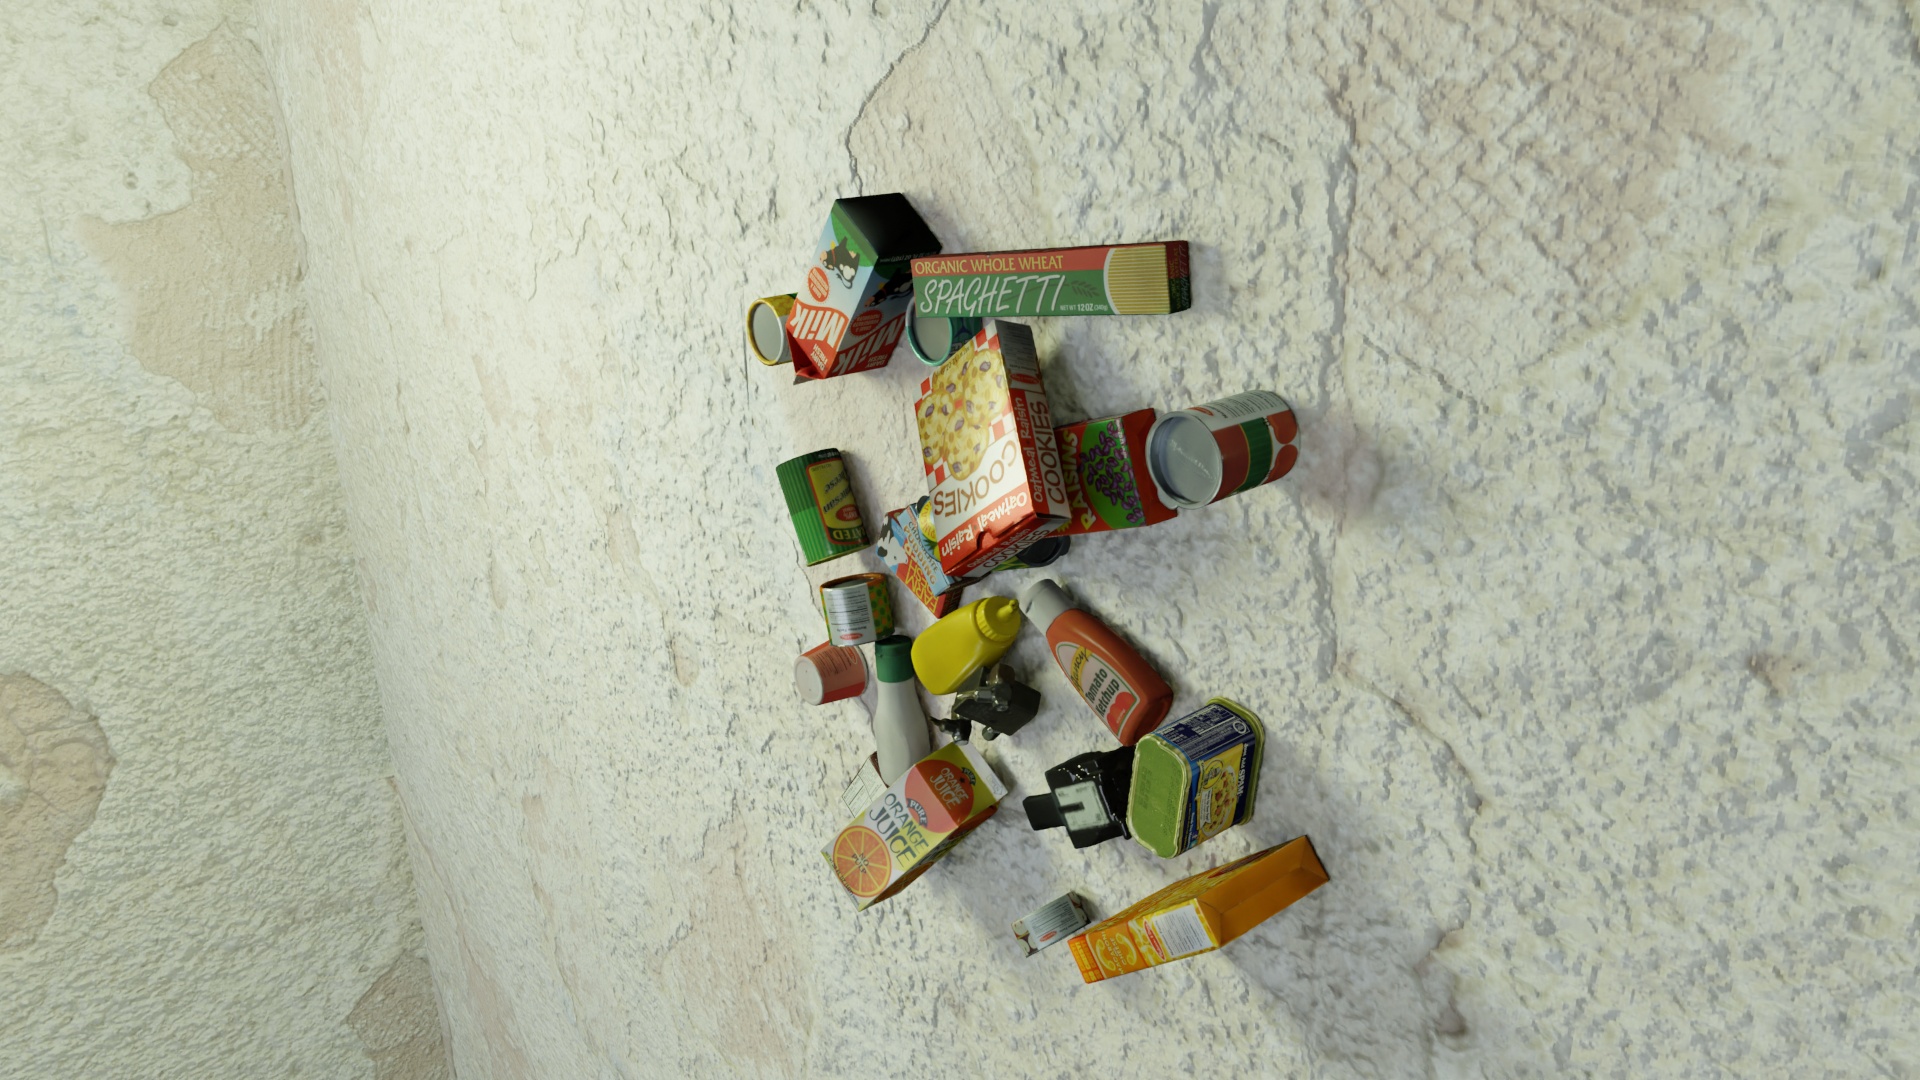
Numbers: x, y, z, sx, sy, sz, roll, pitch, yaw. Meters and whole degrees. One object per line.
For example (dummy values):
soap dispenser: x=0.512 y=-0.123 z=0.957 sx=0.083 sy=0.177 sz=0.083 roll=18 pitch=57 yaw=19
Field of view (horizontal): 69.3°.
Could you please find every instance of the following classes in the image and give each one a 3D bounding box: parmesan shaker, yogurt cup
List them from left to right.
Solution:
parmesan shaker: x=-0.136 y=-0.032 z=1.355 sx=0.071 sy=0.071 sz=0.103 roll=-21 pitch=87 yaw=53
yogurt cup: x=-0.136 y=0.137 z=1.438 sx=0.072 sy=0.054 sz=0.072 roll=24 pitch=122 yaw=44

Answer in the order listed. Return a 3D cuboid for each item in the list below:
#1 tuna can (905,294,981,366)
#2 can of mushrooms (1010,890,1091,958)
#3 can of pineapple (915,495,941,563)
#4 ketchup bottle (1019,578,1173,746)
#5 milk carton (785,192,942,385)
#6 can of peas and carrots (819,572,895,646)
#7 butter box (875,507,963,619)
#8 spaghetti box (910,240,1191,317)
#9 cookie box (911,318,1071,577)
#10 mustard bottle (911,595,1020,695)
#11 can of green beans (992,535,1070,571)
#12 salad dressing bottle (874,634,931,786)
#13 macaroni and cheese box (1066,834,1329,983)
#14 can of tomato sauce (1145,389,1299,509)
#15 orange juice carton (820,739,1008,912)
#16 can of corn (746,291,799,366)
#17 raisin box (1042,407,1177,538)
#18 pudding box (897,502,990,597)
tuna can: x=-0.014 y=-0.179 z=1.173 sx=0.071 sy=0.033 sz=0.070 roll=24 pitch=122 yaw=46
can of mushrooms: x=0.080 y=0.341 z=1.235 sx=0.033 sy=0.071 sz=0.070 roll=61 pitch=142 yaw=15
can of pineapple: x=0.004 y=-0.015 z=1.185 sx=0.057 sy=0.071 sz=0.071 roll=-11 pitch=95 yaw=52
ketchup bottle: x=0.106 y=0.093 z=1.120 sx=0.149 sy=0.044 sz=0.064 roll=49 pitch=137 yaw=29
milk carton: x=-0.094 y=-0.209 z=1.230 sx=0.073 sy=0.072 sz=0.189 roll=54 pitch=140 yaw=22
can of peas and carrots: x=-0.101 y=0.066 z=1.357 sx=0.071 sy=0.071 sz=0.058 roll=3 pitch=106 yaw=51
butter box: x=-0.037 y=0.021 z=1.289 sx=0.104 sy=0.024 sz=0.052 roll=45 pitch=136 yaw=32
spaghetti box: x=0.060 y=-0.195 z=1.047 sx=0.250 sy=0.029 sz=0.050 roll=7 pitch=109 yaw=42
cookie box: x=0.020 y=-0.070 z=1.087 sx=0.122 sy=0.040 sz=0.168 roll=-35 pitch=58 yaw=47
mustard bottle: x=0.013 y=0.086 z=1.231 sx=0.159 sy=0.049 sz=0.065 roll=-40 pitch=73 yaw=50
can of green beans: x=0.045 y=-0.009 z=1.139 sx=0.057 sy=0.071 sz=0.071 roll=-9 pitch=97 yaw=54
salad dressing bottle: x=-0.060 y=0.167 z=1.362 sx=0.064 sy=0.044 sz=0.147 roll=15 pitch=114 yaw=51
macaroni and cheese box: x=0.175 y=0.279 z=1.040 sx=0.165 sy=0.124 sz=0.040 roll=-41 pitch=71 yaw=51
can of tomato sauce: x=0.177 y=-0.060 z=0.935 sx=0.071 sy=0.083 sz=0.071 roll=24 pitch=122 yaw=45
orange juice carton: x=-0.038 y=0.264 z=1.316 sx=0.192 sy=0.073 sz=0.072 roll=-45 pitch=70 yaw=25
can of corn: x=-0.166 y=-0.205 z=1.335 sx=0.071 sy=0.058 sz=0.071 roll=23 pitch=121 yaw=45
raisin box: x=0.103 y=-0.050 z=1.071 sx=0.123 sy=0.040 sz=0.086 roll=-7 pitch=99 yaw=52
pudding box: x=-0.015 y=0.004 z=1.233 sx=0.030 sy=0.050 sz=0.084 roll=-42 pitch=70 yaw=52
